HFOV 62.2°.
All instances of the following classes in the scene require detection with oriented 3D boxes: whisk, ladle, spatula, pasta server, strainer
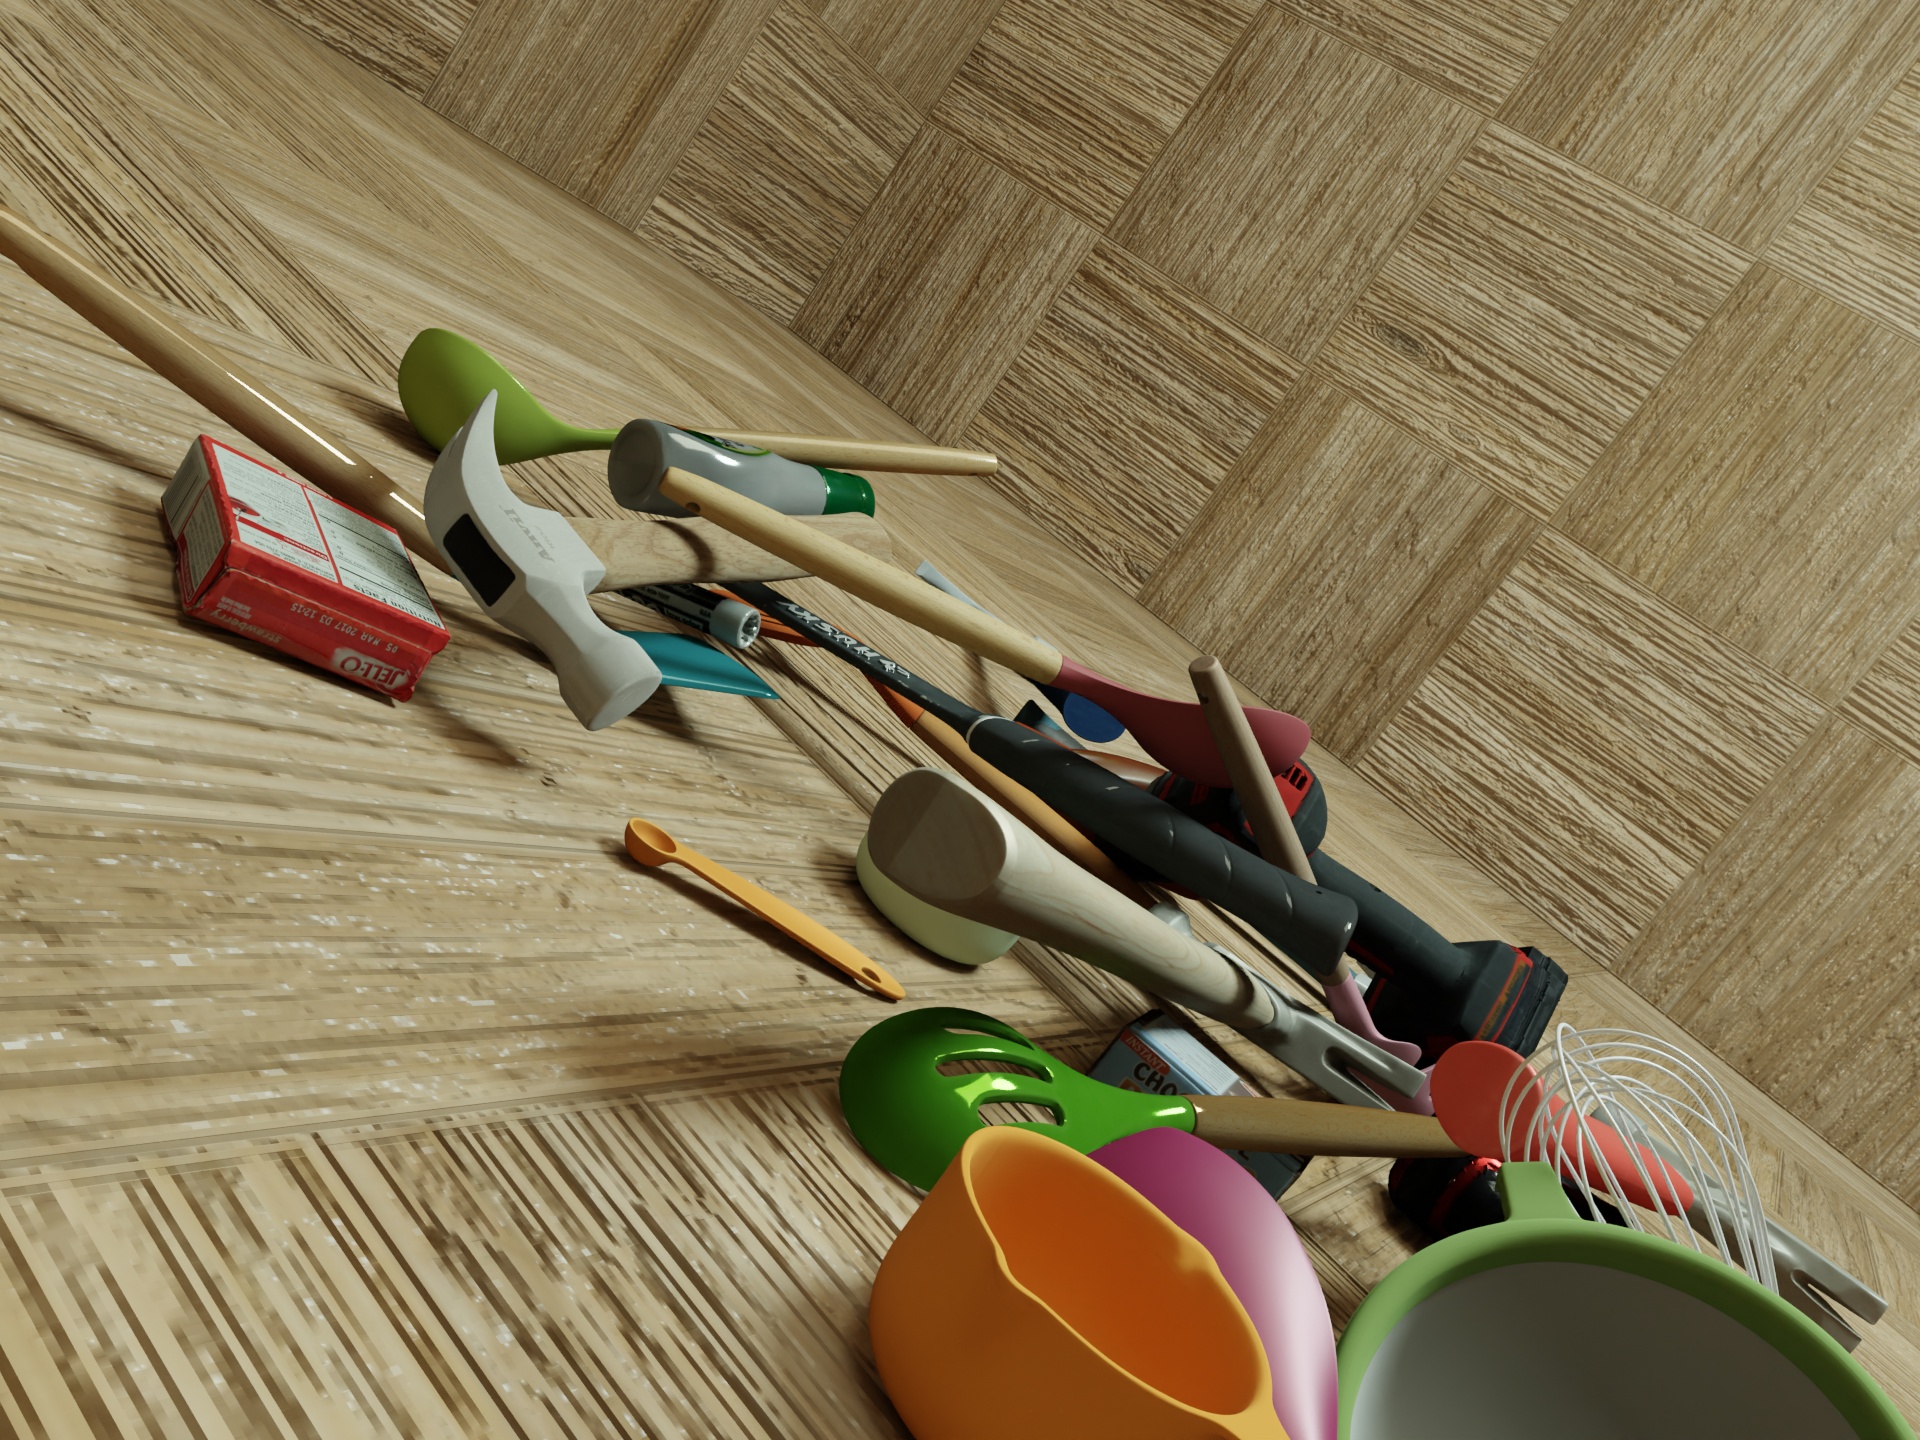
[{"bbox_3d":[0.242,0.222,0.476,0.284,0.070,0.070,64,14,3],"label":"whisk"},{"bbox_3d":[-0.127,-0.157,0.837,0.320,0.062,0.078,0,-11,-25],"label":"ladle"},{"bbox_3d":[-0.198,-0.083,0.584,0.317,0.044,0.082,40,-5,-40],"label":"spatula"},{"bbox_3d":[0.018,-0.033,0.671,0.315,0.069,0.031,24,57,-22],"label":"ladle"},{"bbox_3d":[0.167,0.093,0.733,0.060,0.040,0.316,6,-46,44],"label":"pasta server"},{"bbox_3d":[0.202,0.231,0.376,0.256,0.069,0.151,29,49,30],"label":"strainer"},{"bbox_3d":[-0.010,0.021,0.858,0.322,0.041,0.081,40,13,-2],"label":"spatula"}]

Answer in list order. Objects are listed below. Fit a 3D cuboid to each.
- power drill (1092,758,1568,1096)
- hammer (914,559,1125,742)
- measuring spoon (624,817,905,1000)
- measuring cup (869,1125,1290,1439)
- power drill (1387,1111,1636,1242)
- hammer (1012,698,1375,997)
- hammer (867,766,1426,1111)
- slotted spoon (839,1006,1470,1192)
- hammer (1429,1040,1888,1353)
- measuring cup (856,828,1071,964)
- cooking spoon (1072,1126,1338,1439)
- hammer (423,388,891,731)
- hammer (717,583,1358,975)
[{"bbox_3d":[0.182,0.106,0.848,0.226,0.080,0.188,39,-22,-8],"label":"power drill"},{"bbox_3d":[0.045,-0.046,1.145,0.144,0.035,0.406,33,5,-13],"label":"hammer"},{"bbox_3d":[-0.066,0.067,0.536,0.116,0.011,0.021,36,10,-22],"label":"measuring spoon"},{"bbox_3d":[0.046,0.168,0.345,0.174,0.052,0.095,46,15,33],"label":"measuring cup"},{"bbox_3d":[0.247,0.235,0.618,0.143,0.078,0.219,37,8,5],"label":"power drill"},{"bbox_3d":[0.156,0.095,1.020,0.331,0.033,0.128,40,12,18],"label":"hammer"},{"bbox_3d":[0.077,0.089,0.572,0.146,0.038,0.410,32,-2,26],"label":"hammer"},{"bbox_3d":[0.091,0.136,0.546,0.313,0.031,0.070,16,33,-40],"label":"slotted spoon"},{"bbox_3d":[0.281,0.190,0.652,0.149,0.036,0.358,39,6,40],"label":"hammer"},{"bbox_3d":[0.011,0.070,0.680,0.083,0.038,0.167,41,10,22],"label":"measuring cup"},{"bbox_3d":[0.095,0.208,0.336,0.319,0.069,0.017,-121,-168,-50],"label":"cooking spoon"},{"bbox_3d":[-0.104,-0.073,0.667,0.130,0.031,0.331,50,19,6],"label":"hammer"},{"bbox_3d":[-0.001,-0.002,0.729,0.409,0.036,0.149,31,19,26],"label":"hammer"}]
